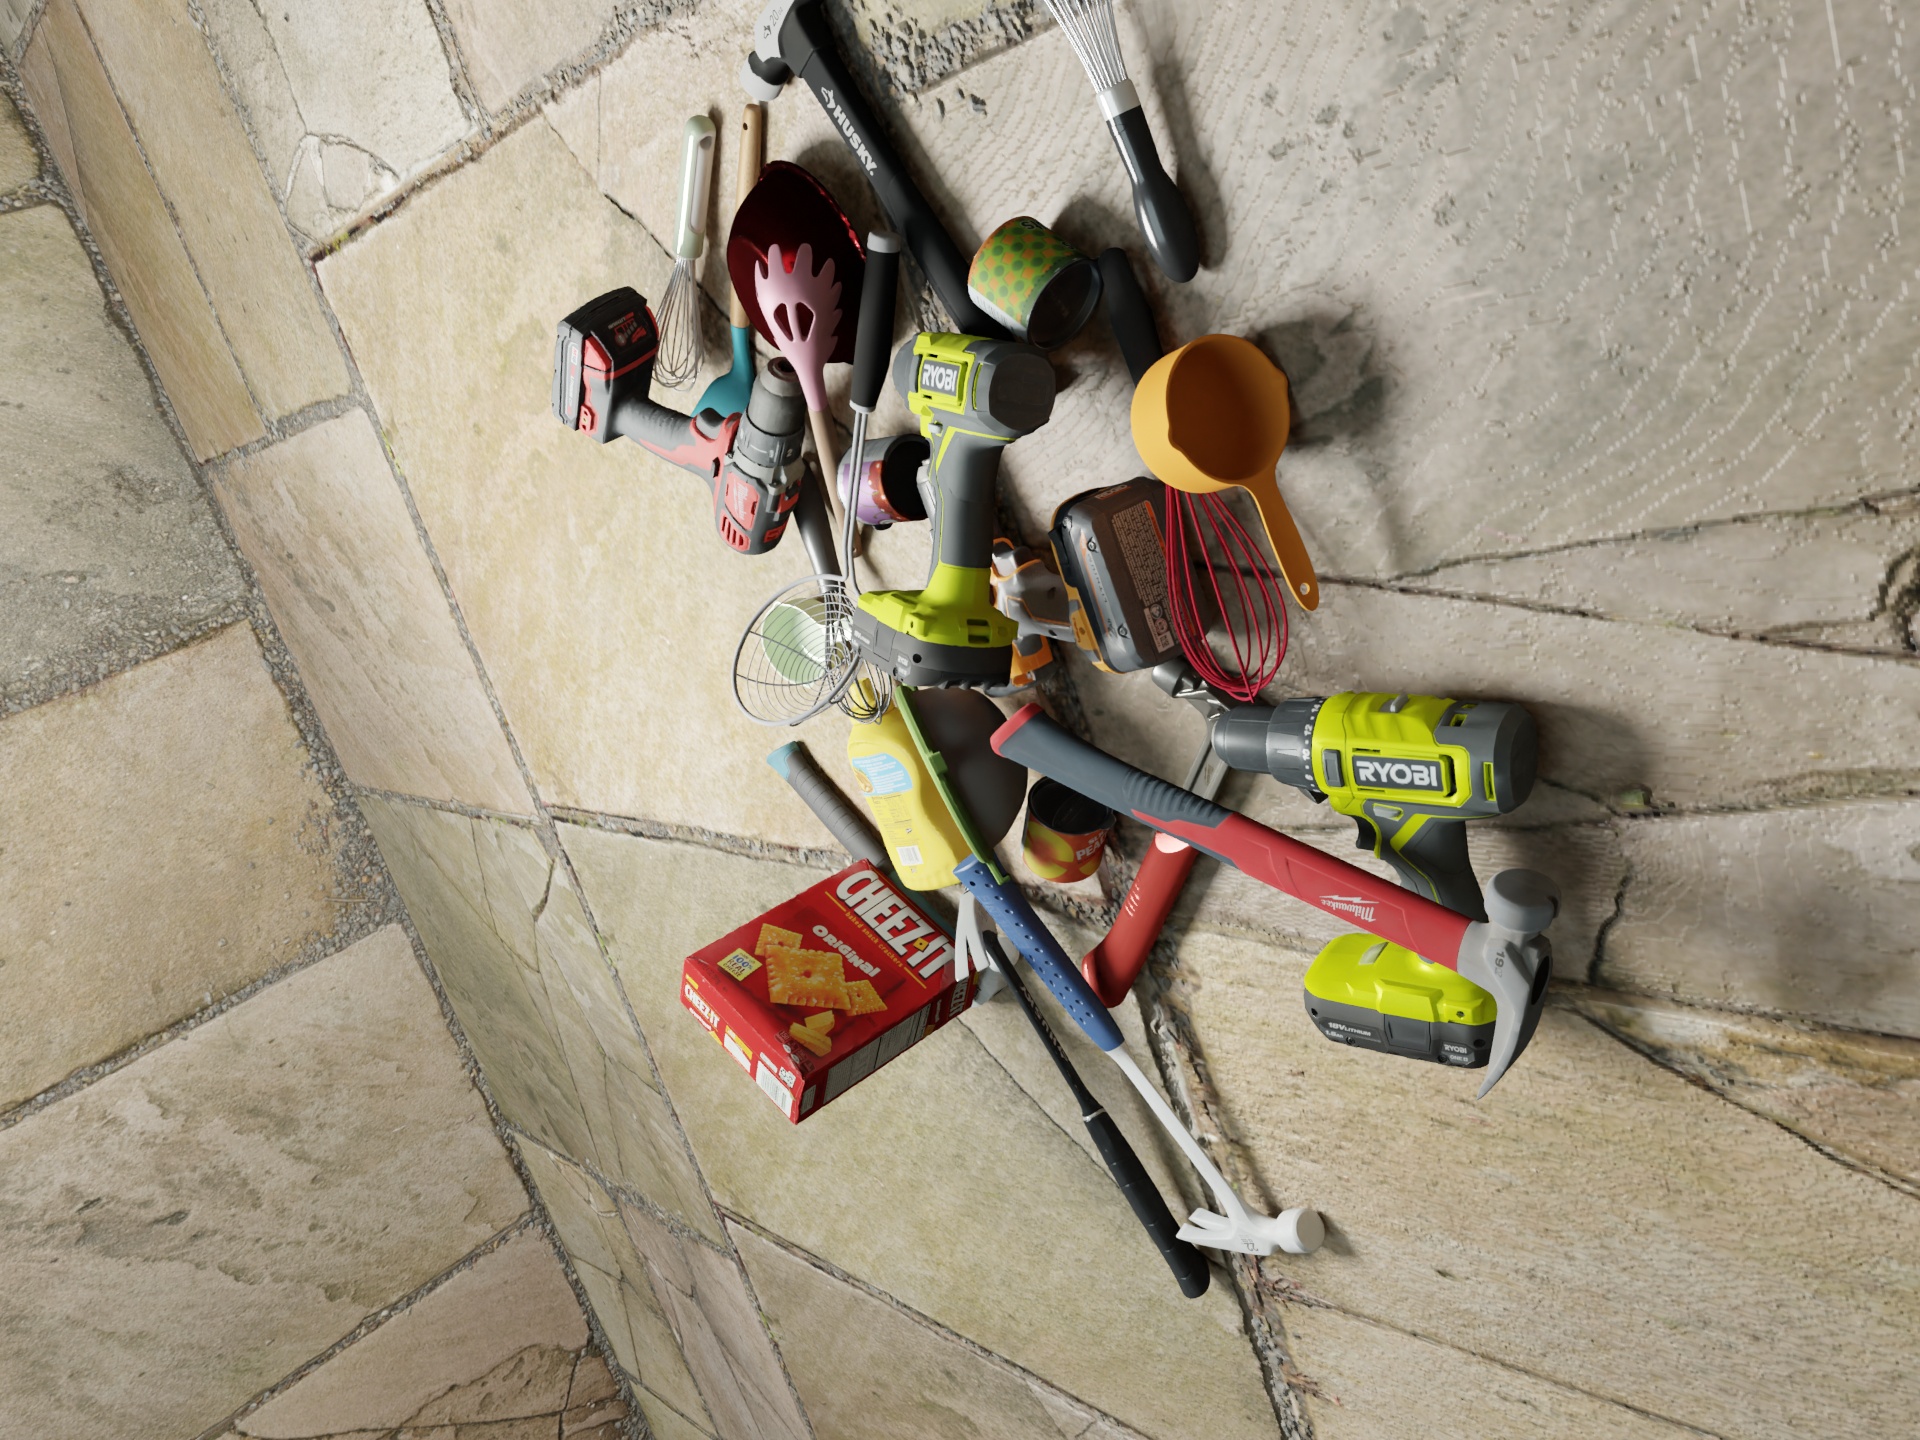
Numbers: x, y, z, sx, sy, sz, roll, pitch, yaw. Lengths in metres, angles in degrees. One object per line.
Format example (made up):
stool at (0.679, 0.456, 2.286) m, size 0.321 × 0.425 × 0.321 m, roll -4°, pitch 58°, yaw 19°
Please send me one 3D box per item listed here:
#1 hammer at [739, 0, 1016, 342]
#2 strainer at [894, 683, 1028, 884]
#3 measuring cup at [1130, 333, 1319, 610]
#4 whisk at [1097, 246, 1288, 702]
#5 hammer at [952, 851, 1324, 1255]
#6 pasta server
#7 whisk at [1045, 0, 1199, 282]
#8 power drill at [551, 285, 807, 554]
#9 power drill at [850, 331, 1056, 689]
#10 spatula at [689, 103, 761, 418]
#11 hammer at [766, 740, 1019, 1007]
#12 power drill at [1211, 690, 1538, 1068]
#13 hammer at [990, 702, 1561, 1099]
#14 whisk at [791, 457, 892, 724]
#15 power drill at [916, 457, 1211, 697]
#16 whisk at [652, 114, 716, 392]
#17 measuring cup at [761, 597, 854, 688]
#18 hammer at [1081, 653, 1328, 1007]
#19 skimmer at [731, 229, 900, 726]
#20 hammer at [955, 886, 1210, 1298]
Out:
hammer at (-0.035, -0.355, 1.086) m, size 0.335 × 0.035 × 0.146 m, roll 59°, pitch 147°, yaw 2°
strainer at (-0.002, -0.004, 1.250) m, size 0.151 × 0.069 × 0.257 m, roll 61°, pitch -176°, yaw -42°
measuring cup at (0.162, -0.141, 0.944) m, size 0.052 × 0.095 × 0.173 m, roll -3°, pitch 116°, yaw 63°
whisk at (0.140, -0.151, 0.992) m, size 0.073 × 0.073 × 0.296 m, roll -10°, pitch 101°, yaw 55°
hammer at (0.127, 0.273, 1.288) m, size 0.405 × 0.035 × 0.144 m, roll 53°, pitch 144°, yaw -5°
pasta server at (-0.103, -0.227, 1.206) m, size 0.060 × 0.040 × 0.316 m, roll 0°, pitch 149°, yaw 6°
whisk at (0.077, -0.384, 0.904) m, size 0.070 × 0.070 × 0.284 m, roll -2°, pitch 117°, yaw 53°
power drill at (-0.218, -0.258, 1.286) m, size 0.227 × 0.080 × 0.187 m, roll 37°, pitch 141°, yaw 11°
power drill at (-0.011, -0.144, 1.061) m, size 0.171 × 0.080 × 0.223 m, roll 31°, pitch 117°, yaw 58°
spatula at (-0.183, -0.340, 1.285) m, size 0.082 × 0.044 × 0.317 m, roll 35°, pitch 138°, yaw 23°
hammer at (-0.074, 0.139, 1.511) m, size 0.331 × 0.033 × 0.128 m, roll 47°, pitch 143°, yaw 20°
power drill at (0.257, 0.088, 0.976) m, size 0.191 × 0.080 × 0.228 m, roll 4°, pitch 118°, yaw 37°
hammer at (0.172, 0.088, 0.978) m, size 0.387 × 0.038 × 0.143 m, roll 25°, pitch 130°, yaw 37°
whisk at (-0.106, -0.109, 1.335) m, size 0.055 × 0.055 × 0.239 m, roll -22°, pitch 84°, yaw 56°
power drill at (0.057, -0.113, 1.113) m, size 0.226 × 0.084 × 0.185 m, roll -4°, pitch 109°, yaw 59°
whisk at (-0.225, -0.378, 1.309) m, size 0.059 × 0.058 × 0.246 m, roll 41°, pitch 137°, yaw 24°
measuring cup at (-0.104, -0.081, 1.392) m, size 0.167 × 0.038 × 0.083 m, roll -14°, pitch 102°, yaw 38°
hammer at (0.160, 0.112, 1.180) m, size 0.149 × 0.037 × 0.358 m, roll 43°, pitch 142°, yaw 24°
skimmer at (-0.101, -0.167, 1.145) m, size 0.127 × 0.090 × 0.363 m, roll 40°, pitch 131°, yaw 42°
hammer at (0.106, 0.324, 1.359) m, size 0.036 × 0.149 × 0.409 m, roll -28°, pitch 100°, yaw 15°
